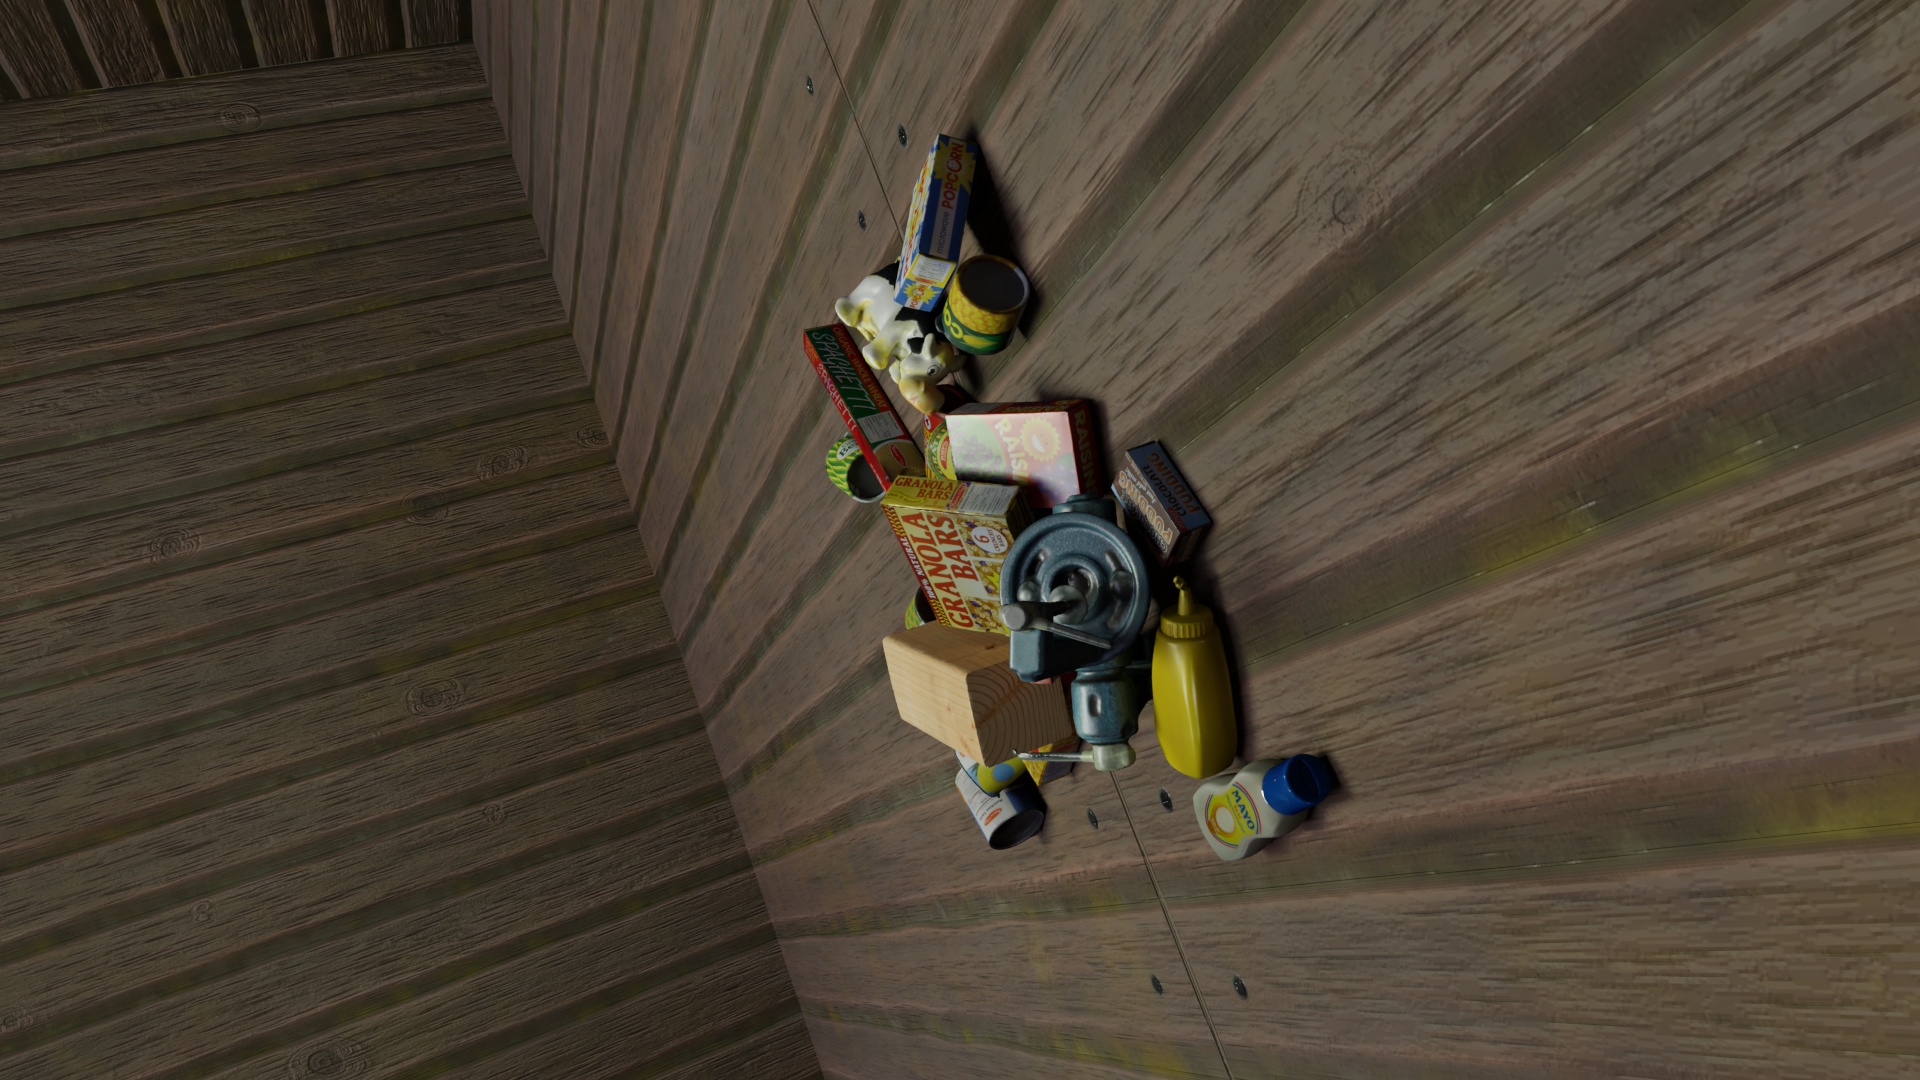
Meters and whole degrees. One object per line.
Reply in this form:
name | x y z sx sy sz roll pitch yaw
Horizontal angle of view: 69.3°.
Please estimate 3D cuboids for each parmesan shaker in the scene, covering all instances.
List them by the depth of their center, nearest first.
parmesan shaker | 0.020 -0.079 1.281 0.103 0.071 0.071 22 125 62

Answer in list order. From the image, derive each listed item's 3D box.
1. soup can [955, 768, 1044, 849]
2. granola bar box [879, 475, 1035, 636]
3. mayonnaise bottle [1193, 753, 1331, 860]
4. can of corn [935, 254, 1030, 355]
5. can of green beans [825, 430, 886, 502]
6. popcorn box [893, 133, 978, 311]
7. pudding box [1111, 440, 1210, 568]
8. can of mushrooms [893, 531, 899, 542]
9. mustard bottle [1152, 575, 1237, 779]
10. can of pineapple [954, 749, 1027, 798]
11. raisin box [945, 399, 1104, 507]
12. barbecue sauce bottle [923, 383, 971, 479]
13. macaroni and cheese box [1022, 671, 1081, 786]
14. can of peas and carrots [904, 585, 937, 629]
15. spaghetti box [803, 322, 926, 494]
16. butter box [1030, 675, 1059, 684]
soup can | 0.043 0.278 1.488 0.084 0.071 0.071 57 153 37
granola bar box | 0.015 0.018 1.214 0.124 0.039 0.164 7 141 30
mayonnaise bottle | 0.222 0.193 1.025 0.065 0.041 0.147 66 158 16
can of corn | 0.019 -0.202 1.187 0.071 0.071 0.058 64 155 22
can of green beans | -0.114 -0.083 1.597 0.058 0.071 0.071 35 137 56
popcorn box | -0.021 -0.273 1.199 0.085 0.038 0.127 129 153 -64
pudding box | 0.151 -0.027 1.052 0.084 0.030 0.049 61 156 28
can of mushrooms | -0.051 -0.024 1.534 0.071 0.033 0.070 48 147 46
mustard bottle | 0.176 0.100 1.058 0.065 0.049 0.159 30 132 58
can of pineapple | 0.037 0.222 1.434 0.071 0.058 0.071 47 -170 -11
raisin box | 0.054 -0.072 1.169 0.123 0.040 0.086 2 110 36
barbecue sauce bottle | -0.012 -0.079 1.387 0.065 0.044 0.147 -126 28 -48
macaroni and cheese box | 0.074 0.141 1.343 0.124 0.040 0.165 57 153 33
can of peas and carrots | -0.022 0.076 1.496 0.071 0.071 0.058 66 158 17
spaghetti box | -0.108 -0.151 1.556 0.251 0.050 0.028 59 153 32
butter box | 0.086 0.078 1.195 0.024 0.104 0.053 1 112 29
